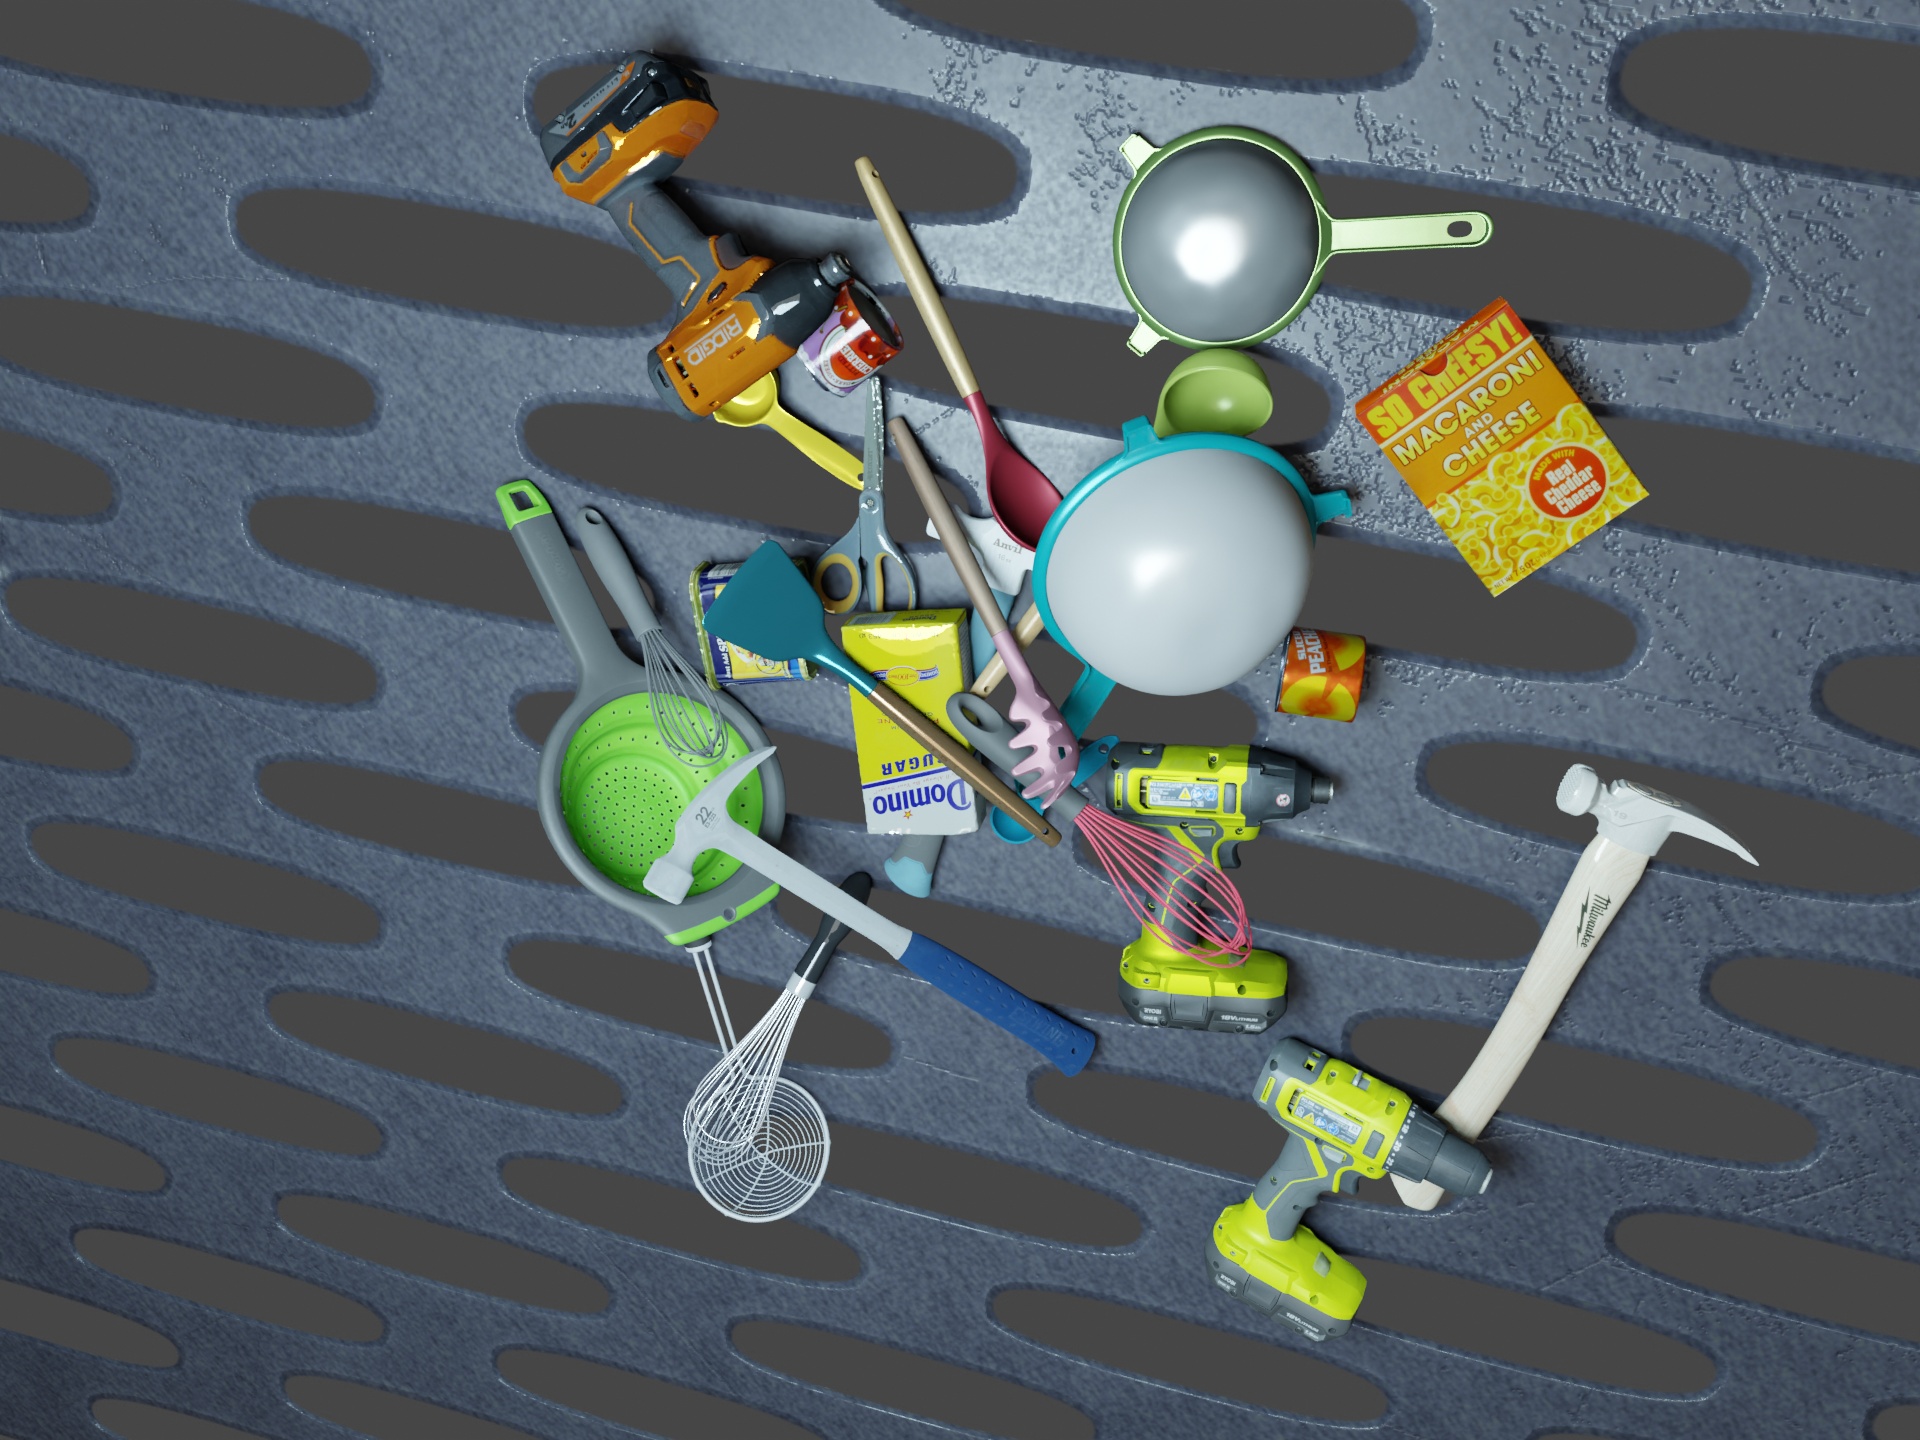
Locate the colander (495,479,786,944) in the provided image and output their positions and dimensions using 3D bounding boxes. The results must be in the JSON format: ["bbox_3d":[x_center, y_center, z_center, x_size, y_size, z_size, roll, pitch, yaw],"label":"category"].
[{"bbox_3d":[-0.290,-0.005,1.303,0.094,0.204,0.397,-30,86,56],"label":"colander"}]

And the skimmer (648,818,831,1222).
[{"bbox_3d":[-0.211,0.262,1.393,0.127,0.090,0.363,-16,107,-7],"label":"skimmer"}]

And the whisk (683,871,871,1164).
[{"bbox_3d":[-0.152,0.253,1.352,0.070,0.070,0.284,30,91,0],"label":"whisk"}]

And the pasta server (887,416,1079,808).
[{"bbox_3d":[0.012,-0.085,1.168,0.316,0.040,0.060,64,149,11],"label":"pasta server"}]

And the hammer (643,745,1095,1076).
[{"bbox_3d":[-0.051,0.172,1.294,0.405,0.035,0.144,34,75,-19],"label":"hammer"}]

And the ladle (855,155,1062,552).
[{"bbox_3d":[-0.003,-0.263,1.163,0.031,0.069,0.315,-16,103,47],"label":"ladle"}]

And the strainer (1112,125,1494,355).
[{"bbox_3d":[0.226,-0.322,1.070,0.256,0.069,0.151,1,111,14],"label":"strainer"}]

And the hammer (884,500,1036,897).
[{"bbox_3d":[-0.002,-0.004,1.271,0.128,0.033,0.330,20,115,6],"label":"hammer"}]

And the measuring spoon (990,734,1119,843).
[{"bbox_3d":[0.078,0.051,1.287,0.128,0.021,0.042,-39,97,14],"label":"measuring spoon"}]

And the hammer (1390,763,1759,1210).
[{"bbox_3d":[0.459,0.233,1.257,0.146,0.038,0.410,22,115,2],"label":"hammer"}]

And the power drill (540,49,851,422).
[{"bbox_3d":[-0.182,-0.348,1.121,0.164,0.084,0.226,-29,87,23],"label":"power drill"}]

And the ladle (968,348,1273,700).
[{"bbox_3d":[0.107,-0.133,1.154,0.078,0.062,0.320,28,108,-30],"label":"ladle"}]

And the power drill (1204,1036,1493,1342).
[{"bbox_3d":[0.313,0.395,1.317,0.191,0.080,0.228,25,115,19],"label":"power drill"}]

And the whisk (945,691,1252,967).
[{"bbox_3d":[0.103,0.080,1.188,0.296,0.073,0.073,41,114,-1],"label":"whisk"}]

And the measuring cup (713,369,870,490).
[{"bbox_3d":[-0.126,-0.227,1.220,0.156,0.029,0.062,35,116,-15],"label":"measuring cup"}]

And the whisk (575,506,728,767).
[{"bbox_3d":[-0.250,-0.068,1.260,0.055,0.055,0.239,-35,77,23],"label":"whisk"}]

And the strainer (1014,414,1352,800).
[{"bbox_3d":[0.133,-0.043,1.148,0.210,0.095,0.340,15,125,-26],"label":"strainer"}]

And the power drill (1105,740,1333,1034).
[{"bbox_3d":[0.201,0.129,1.254,0.171,0.080,0.223,3,109,12],"label":"power drill"}]

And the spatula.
[{"bbox_3d":[-0.046,-0.005,1.187,0.317,0.044,0.082,39,87,-8],"label":"spatula"}]
